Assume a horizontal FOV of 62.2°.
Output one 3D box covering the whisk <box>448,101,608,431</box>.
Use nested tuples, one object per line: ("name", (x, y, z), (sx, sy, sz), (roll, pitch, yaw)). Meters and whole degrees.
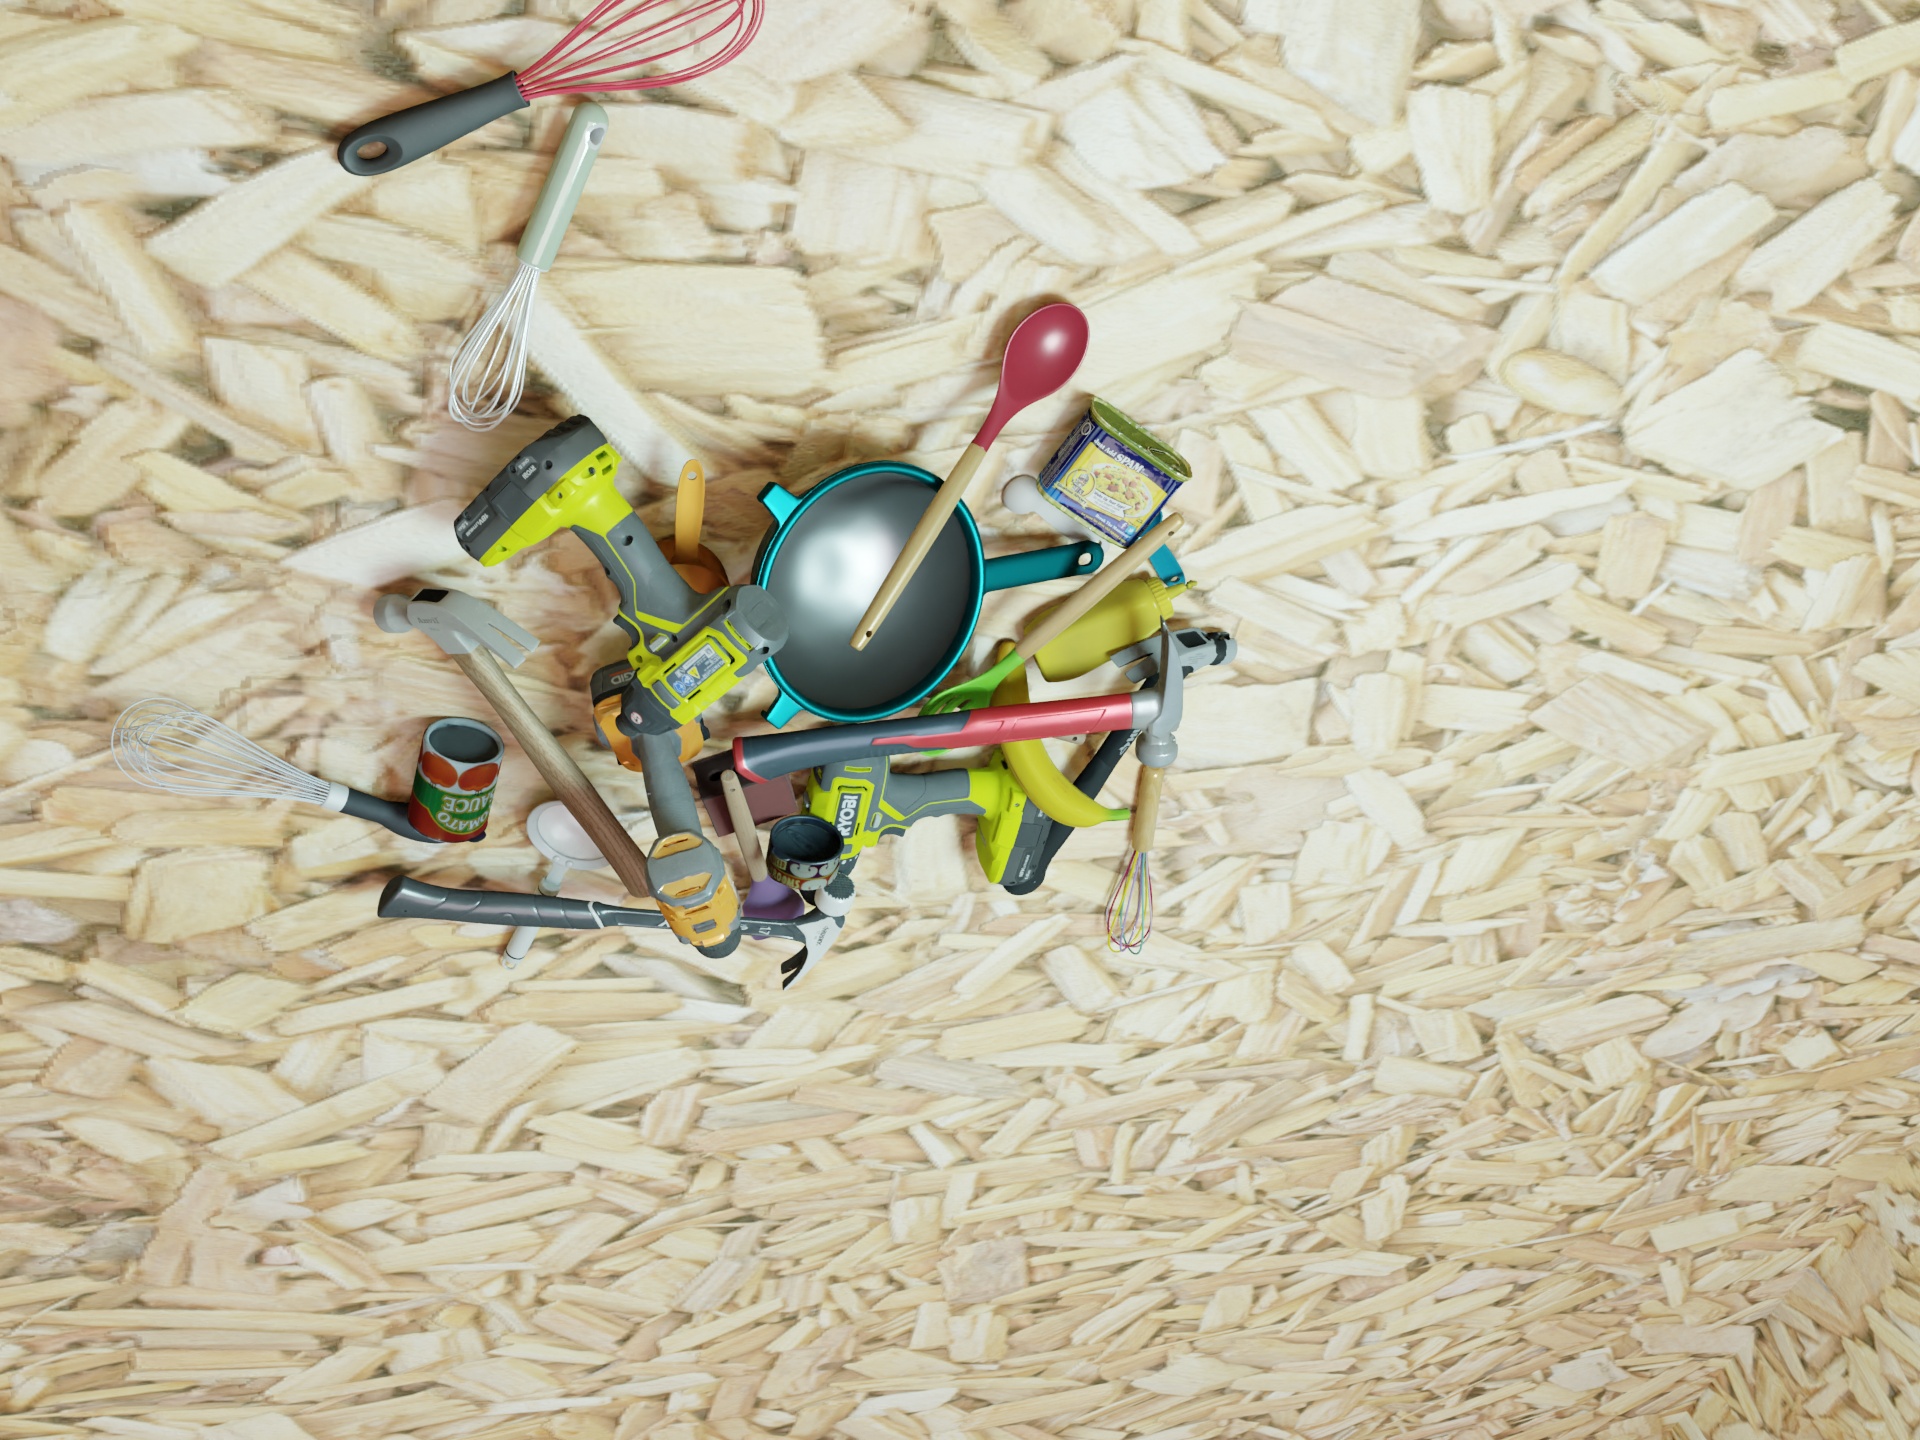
("whisk", (-0.298, -0.309, 1.095), (0.058, 0.059, 0.246), (-15, 139, -60))

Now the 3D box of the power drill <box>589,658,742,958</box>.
("power drill", (-0.230, 0.080, 1.304), (0.084, 0.226, 0.185), (-17, 155, -6))

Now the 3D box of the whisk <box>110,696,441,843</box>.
("whisk", (-0.539, 0.051, 1.289), (0.284, 0.070, 0.070), (25, 116, -39))

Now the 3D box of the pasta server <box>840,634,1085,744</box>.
("pasta server", (-0.010, -0.026, 1.436), (0.316, 0.040, 0.060), (17, 120, -35))

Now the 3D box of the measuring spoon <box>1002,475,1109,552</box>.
("measuring spoon", (0.086, -0.169, 1.358), (0.124, 0.018, 0.034), (27, 114, -35))

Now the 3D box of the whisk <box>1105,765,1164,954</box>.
("whisk", (0.182, 0.148, 1.632), (0.047, 0.051, 0.244), (-3, 125, -10))

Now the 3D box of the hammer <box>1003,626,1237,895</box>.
("hammer", (0.129, 0.047, 1.515), (0.146, 0.035, 0.334), (-7, 139, -47))

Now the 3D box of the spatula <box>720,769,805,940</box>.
("spatula", (-0.184, 0.128, 1.446), (0.060, 0.018, 0.315), (-17, 149, -8))

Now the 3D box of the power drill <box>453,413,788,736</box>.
("power drill", (-0.256, -0.097, 1.177), (0.171, 0.080, 0.223), (-35, 102, 32))

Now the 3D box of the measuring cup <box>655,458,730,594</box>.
("measuring cup", (-0.221, -0.137, 1.253), (0.095, 0.052, 0.173), (-1, 125, -19))

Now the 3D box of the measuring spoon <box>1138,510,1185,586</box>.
("measuring spoon", (0.171, -0.157, 1.405), (0.042, 0.021, 0.128), (-27, 141, 13))

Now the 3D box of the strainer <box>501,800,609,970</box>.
("strainer", (-0.367, 0.142, 1.431), (0.086, 0.050, 0.258), (25, 123, -14))

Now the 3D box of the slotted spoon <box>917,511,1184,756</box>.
("slotted spoon", (0.071, -0.073, 1.357), (0.313, 0.031, 0.070), (-40, 142, 24))

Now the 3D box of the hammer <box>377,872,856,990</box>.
("hammer", (-0.308, 0.178, 1.432), (0.408, 0.036, 0.149), (7, 134, -19))

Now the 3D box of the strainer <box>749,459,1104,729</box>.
("strainer", (-0.038, -0.123, 1.312), (0.340, 0.095, 0.211), (-13, 115, -33))

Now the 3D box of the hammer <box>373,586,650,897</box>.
("hammer", (-0.332, 0.026, 1.280), (0.130, 0.031, 0.331), (1, 135, 36))

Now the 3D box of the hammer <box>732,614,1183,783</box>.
("hammer", (-0.002, -0.004, 1.357), (0.386, 0.038, 0.143), (-6, 128, -4))

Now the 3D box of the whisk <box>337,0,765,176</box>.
("whisk", (-0.264, -0.412, 1.016), (0.296, 0.073, 0.073), (-20, 131, 5))

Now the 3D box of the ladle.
("ladle", (0.002, -0.189, 1.236), (0.069, 0.031, 0.315), (35, 86, -37))

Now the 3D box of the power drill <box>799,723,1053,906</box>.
("power drill", (-0.040, 0.098, 1.490), (0.228, 0.080, 0.190), (3, 125, -18))
